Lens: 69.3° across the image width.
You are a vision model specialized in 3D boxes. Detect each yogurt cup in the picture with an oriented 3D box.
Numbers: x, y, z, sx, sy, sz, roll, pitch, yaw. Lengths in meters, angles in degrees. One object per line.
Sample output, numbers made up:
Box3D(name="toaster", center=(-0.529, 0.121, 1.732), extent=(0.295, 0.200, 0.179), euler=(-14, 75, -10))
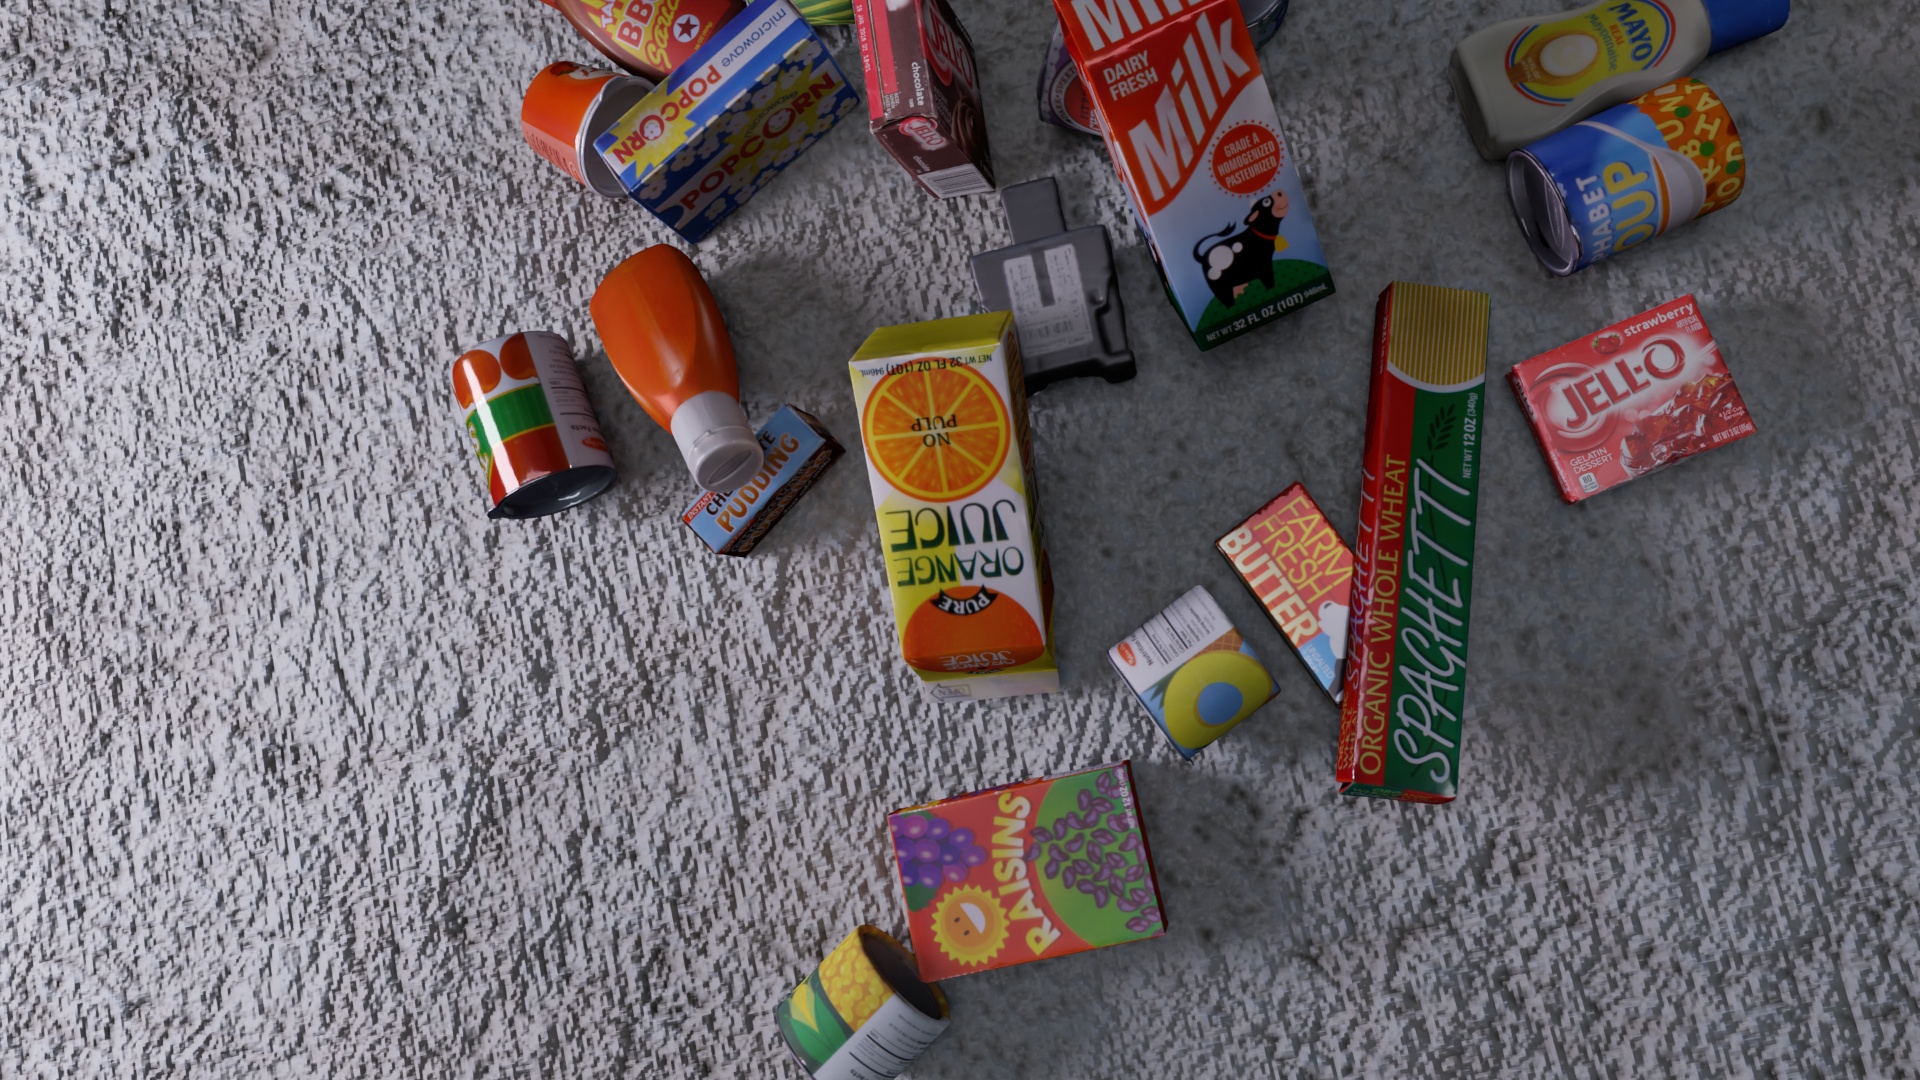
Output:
Box3D(name="yogurt cup", center=(-0.204, -0.230, 0.768), extent=(0.054, 0.072, 0.072), euler=(27, 90, 20))

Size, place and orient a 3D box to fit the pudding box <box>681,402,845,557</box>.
Box3D(name="pudding box", center=(-0.103, -0.031, 0.733), extent=(0.030, 0.049, 0.083), euler=(44, 93, 10))

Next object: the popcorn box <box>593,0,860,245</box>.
Box3D(name="popcorn box", center=(-0.121, -0.223, 0.739), extent=(0.126, 0.085, 0.038), euler=(-40, 78, 5))

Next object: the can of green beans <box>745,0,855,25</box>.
Box3D(name="can of green beans", center=(-0.082, -0.313, 0.751), extent=(0.058, 0.071, 0.071), euler=(2, 85, 11))

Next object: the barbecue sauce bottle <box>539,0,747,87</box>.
Box3D(name="barbecue sauce bottle", center=(-0.188, -0.299, 0.781), extent=(0.149, 0.043, 0.065), euler=(30, 92, 13))

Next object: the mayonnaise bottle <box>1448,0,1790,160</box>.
Box3D(name="mayonnaise bottle", center=(0.322, -0.240, 0.680), extent=(0.148, 0.041, 0.065), euler=(-19, 79, 9))

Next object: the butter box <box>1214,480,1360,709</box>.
Box3D(name="butter box", center=(0.176, 0.027, 0.687), extent=(0.053, 0.024, 0.103), euler=(-36, 79, 4))

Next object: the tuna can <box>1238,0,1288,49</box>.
Box3D(name="tuna can", center=(0.139, -0.291, 0.724), extent=(0.071, 0.033, 0.071), euler=(-1, 84, 10))

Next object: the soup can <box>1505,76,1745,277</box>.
Box3D(name="soup can", center=(0.315, -0.171, 0.660), extent=(0.084, 0.071, 0.071), euler=(-23, 80, 7))

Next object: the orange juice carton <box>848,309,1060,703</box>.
Box3D(name="orange juice carton", center=(0.002, -0.009, 0.681), extent=(0.072, 0.073, 0.192), euler=(-6, 109, 9))

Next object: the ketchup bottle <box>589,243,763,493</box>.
Box3D(name="ketchup bottle", center=(-0.145, -0.088, 0.723), extent=(0.064, 0.043, 0.149), euler=(-37, 55, 10))

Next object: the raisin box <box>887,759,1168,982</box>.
Box3D(name="raisin box", center=(0.033, 0.163, 0.692), extent=(0.123, 0.040, 0.086), euler=(-14, 82, 8))

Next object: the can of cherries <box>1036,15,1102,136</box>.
Box3D(name="can of cherries", center=(0.077, -0.239, 0.712), extent=(0.058, 0.071, 0.071), euler=(18, 88, 11))

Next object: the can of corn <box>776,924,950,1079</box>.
Box3D(name="can of corn", center=(-0.049, 0.232, 0.687), extent=(0.058, 0.071, 0.071), euler=(-46, 78, 3))

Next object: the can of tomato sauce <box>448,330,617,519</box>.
Box3D(name="can of tomato sauce", center=(-0.233, -0.061, 0.752), extent=(0.071, 0.071, 0.083), euler=(-24, 80, 7))

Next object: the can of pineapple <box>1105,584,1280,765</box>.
Box3D(name="can of pineapple", center=(0.114, 0.065, 0.675), extent=(0.058, 0.071, 0.071), euler=(-37, 79, 5))

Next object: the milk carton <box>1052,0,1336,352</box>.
Box3D(name="milk carton", center=(0.105, -0.194, 0.651), extent=(0.072, 0.074, 0.190), euler=(-23, 117, 7))

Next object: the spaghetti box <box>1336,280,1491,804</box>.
Box3D(name="spaghetti box", center=(0.216, -0.002, 0.661), extent=(0.050, 0.028, 0.250), euler=(8, 77, 2))
